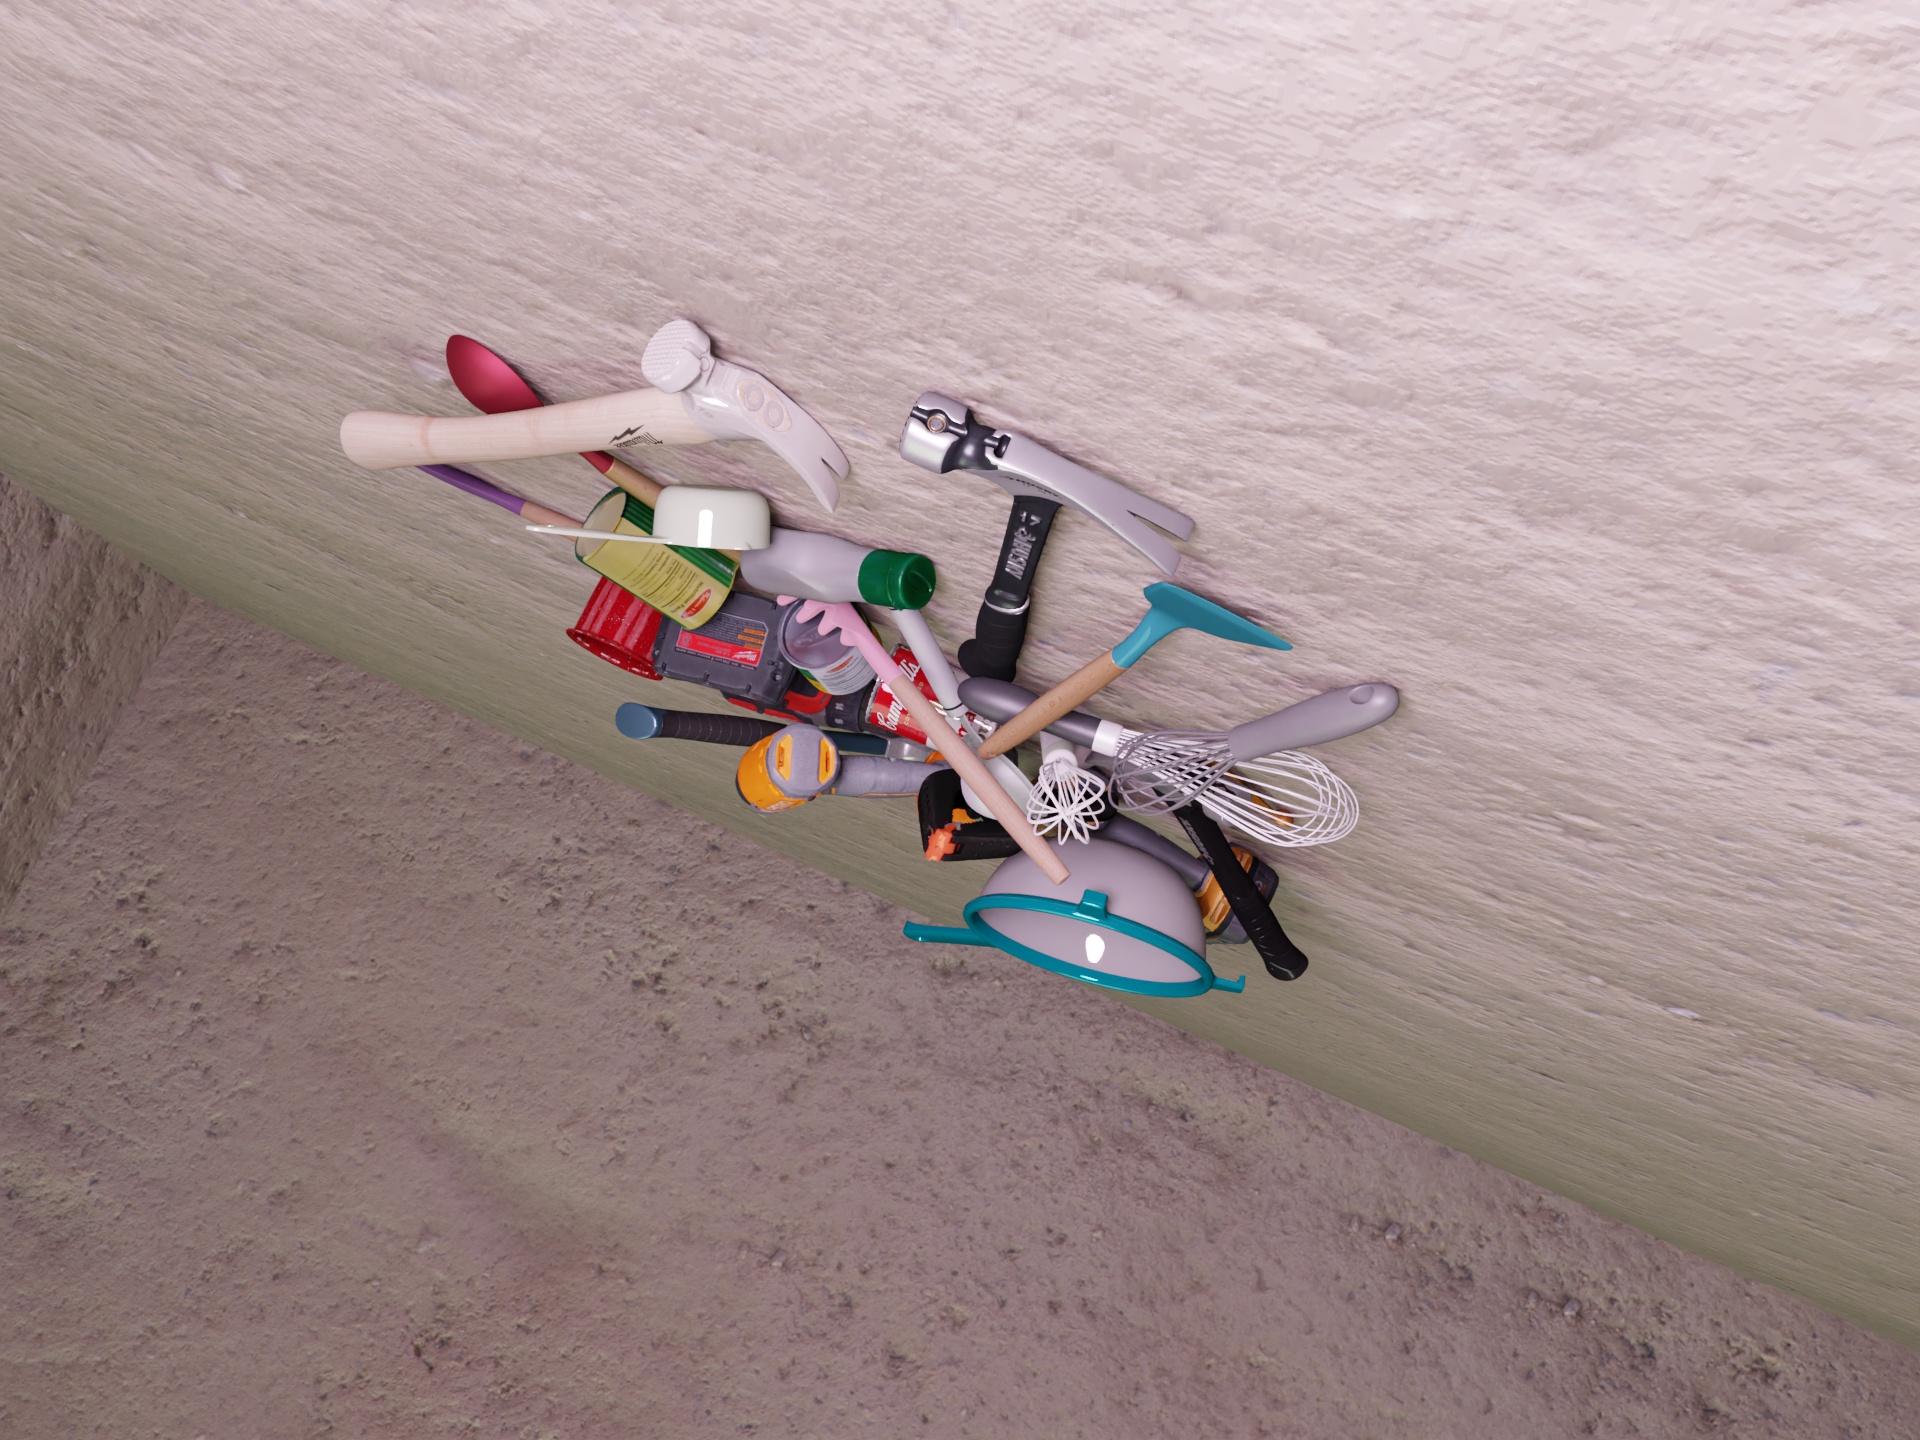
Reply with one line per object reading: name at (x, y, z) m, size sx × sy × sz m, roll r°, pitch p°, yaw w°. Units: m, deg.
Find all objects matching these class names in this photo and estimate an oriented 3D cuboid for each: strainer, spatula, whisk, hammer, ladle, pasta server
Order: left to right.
spatula at (-0.343, -0.168, 1.337) m, size 0.316 × 0.018 × 0.060 m, roll 24°, pitch -174°, yaw 1°
hammer at (-0.253, -0.175, 0.991) m, size 0.411 × 0.038 × 0.146 m, roll 5°, pitch 159°, yaw 40°
ladle at (-0.227, -0.166, 1.110) m, size 0.069 × 0.031 × 0.315 m, roll 10°, pitch 163°, yaw 48°
hammer at (-0.162, 0.014, 1.456) m, size 0.330 × 0.033 × 0.128 m, roll 7°, pitch -173°, yaw -43°
pasta server at (-0.034, -0.003, 1.117) m, size 0.316 × 0.040 × 0.060 m, roll 50°, pitch 173°, yaw 16°
strainer at (-0.002, -0.004, 1.152) m, size 0.087 × 0.050 × 0.258 m, roll 23°, pitch 147°, yaw 54°
hammer at (0.035, -0.078, 0.955) m, size 0.149 × 0.036 × 0.408 m, roll 23°, pitch 168°, yaw 2°
strainer at (0.073, 0.153, 1.358) m, size 0.210 × 0.095 × 0.340 m, roll 32°, pitch 157°, yaw -34°
whisk at (0.072, 0.034, 1.146) m, size 0.059 × 0.058 × 0.246 m, roll 55°, pitch -171°, yaw -11°
spatula at (0.082, -0.021, 0.976) m, size 0.082 × 0.044 × 0.317 m, roll 24°, pitch 152°, yaw -17°
whisk at (0.131, 0.023, 1.083) m, size 0.284 × 0.070 × 0.070 m, roll 19°, pitch 167°, yaw 11°
hammer at (0.209, 0.119, 1.265) m, size 0.146 × 0.035 × 0.334 m, roll 28°, pitch 163°, yaw 42°
whisk at (0.171, 0.016, 0.966) m, size 0.055 × 0.055 × 0.239 m, roll 30°, pitch 151°, yaw -25°

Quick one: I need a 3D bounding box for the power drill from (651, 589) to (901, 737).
power drill at (-0.140, -0.038, 1.342) m, size 0.188 × 0.080 × 0.226 m, roll 14°, pitch 172°, yaw 15°

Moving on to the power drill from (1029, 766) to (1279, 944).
power drill at (0.153, 0.118, 1.443) m, size 0.226 × 0.084 × 0.185 m, roll 31°, pitch 167°, yaw -7°

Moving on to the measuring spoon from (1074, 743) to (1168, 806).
measuring spoon at (0.134, 0.051, 1.337) m, size 0.124 × 0.018 × 0.034 m, roll 31°, pitch 166°, yaw -25°

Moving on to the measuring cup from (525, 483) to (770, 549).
measuring cup at (-0.195, -0.132, 1.006) m, size 0.167 × 0.038 × 0.083 m, roll -2°, pitch -167°, yaw -41°

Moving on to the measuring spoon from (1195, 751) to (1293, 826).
measuring spoon at (0.216, 0.049, 1.202) m, size 0.116 × 0.011 × 0.021 m, roll 37°, pitch 163°, yaw -32°

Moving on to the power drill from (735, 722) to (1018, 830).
power drill at (-0.081, 0.053, 1.385) m, size 0.226 × 0.084 × 0.164 m, roll 7°, pitch 167°, yaw -23°
